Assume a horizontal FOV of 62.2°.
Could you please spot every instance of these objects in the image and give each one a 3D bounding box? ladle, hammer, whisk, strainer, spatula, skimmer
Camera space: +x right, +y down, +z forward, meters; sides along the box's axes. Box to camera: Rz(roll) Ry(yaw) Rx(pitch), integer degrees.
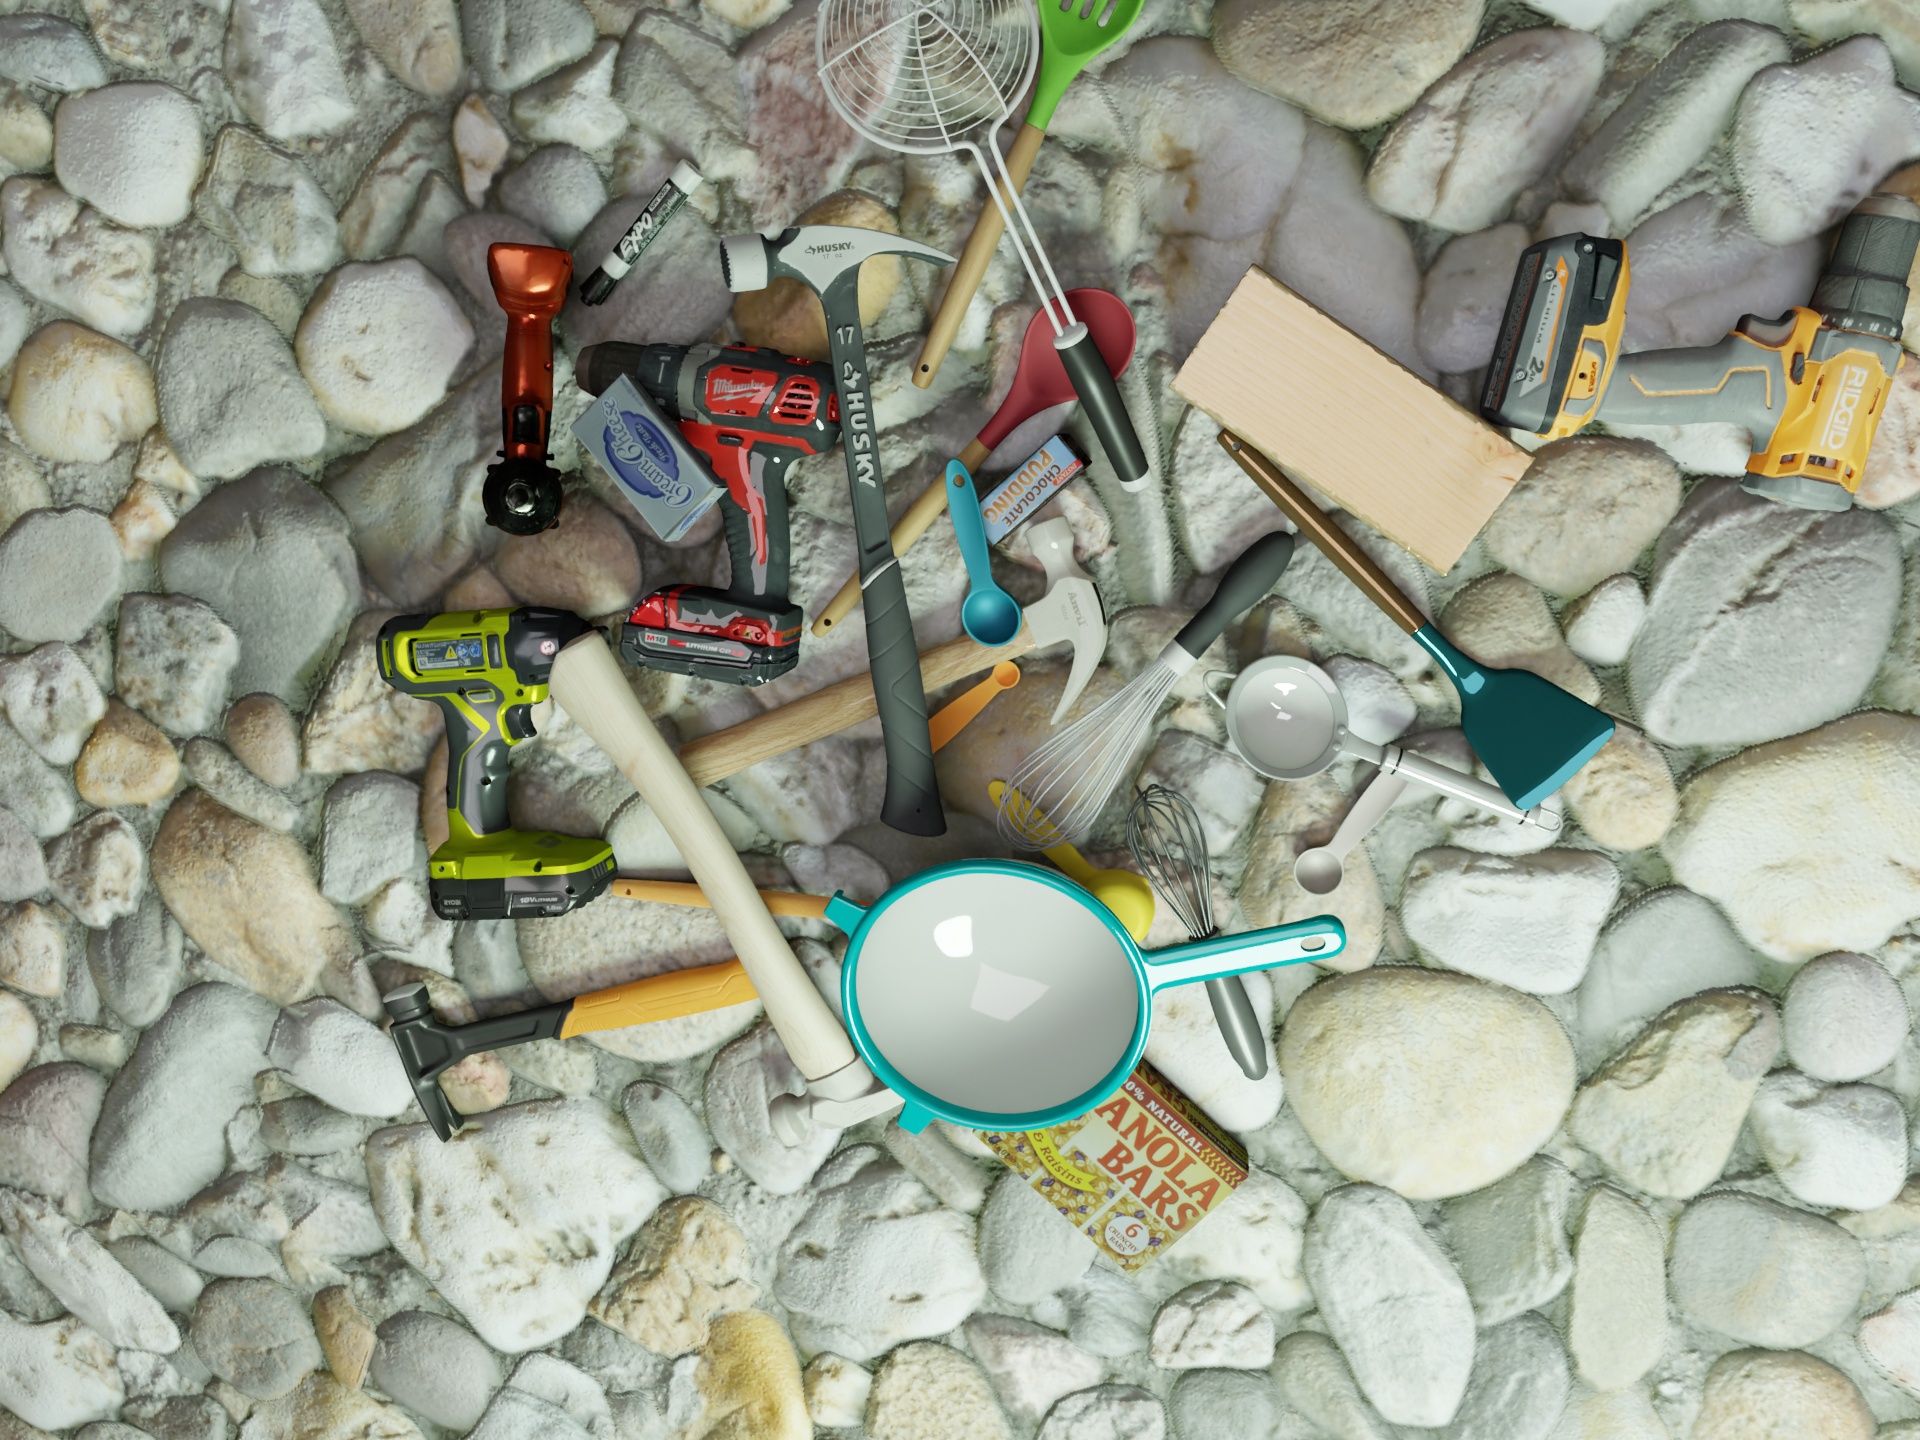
[{"bbox_3d":[0.000,-0.169,1.085,0.069,0.031,0.315,40,109,-12],"label":"ladle"},{"bbox_3d":[-0.052,-0.021,1.121,0.331,0.031,0.130,-22,88,17],"label":"hammer"},{"bbox_3d":[0.125,-0.019,1.080,0.070,0.070,0.284,41,101,-1],"label":"whisk"},{"bbox_3d":[0.279,0.025,1.066,0.258,0.050,0.087,22,75,4],"label":"strainer"},{"bbox_3d":[-0.280,0.233,1.230,0.337,0.034,0.127,-15,99,14],"label":"hammer"},{"bbox_3d":[-0.105,0.135,1.181,0.322,0.041,0.081,4,106,14],"label":"spatula"},{"bbox_3d":[0.170,0.151,1.122,0.055,0.055,0.239,-19,104,14],"label":"whisk"},{"bbox_3d":[-0.157,0.115,1.130,0.146,0.038,0.410,-25,106,10],"label":"hammer"},{"bbox_3d":[0.089,0.159,1.090,0.340,0.095,0.211,-13,110,12],"label":"strainer"},{"bbox_3d":[0.036,-0.298,0.981,0.127,0.090,0.362,-31,128,2],"label":"skimmer"},{"bbox_3d":[0.285,-0.080,1.043,0.317,0.044,0.082,44,103,0],"label":"spatula"},{"bbox_3d":[-0.052,-0.119,1.052,0.149,0.036,0.409,-11,102,-14],"label":"hammer"}]

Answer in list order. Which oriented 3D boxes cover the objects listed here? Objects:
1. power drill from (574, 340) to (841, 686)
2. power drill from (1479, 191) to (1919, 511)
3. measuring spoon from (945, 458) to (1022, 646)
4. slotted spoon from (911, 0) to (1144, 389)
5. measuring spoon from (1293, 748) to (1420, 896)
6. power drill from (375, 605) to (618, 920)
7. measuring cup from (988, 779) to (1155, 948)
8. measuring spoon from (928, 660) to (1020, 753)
[{"bbox_3d":[-0.183,-0.150,1.100,0.188,0.080,0.226,10,102,8],"label":"power drill"},{"bbox_3d":[0.451,-0.237,0.957,0.226,0.084,0.185,13,105,3],"label":"power drill"},{"bbox_3d":[0.014,-0.112,1.054,0.042,0.021,0.128,-7,107,25],"label":"measuring spoon"},{"bbox_3d":[0.035,-0.362,1.033,0.070,0.031,0.313,27,108,4],"label":"slotted spoon"},{"bbox_3d":[0.276,0.069,1.098,0.034,0.018,0.124,38,100,8],"label":"measuring spoon"},{"bbox_3d":[-0.328,0.028,1.170,0.171,0.080,0.223,-3,99,12],"label":"power drill"},{"bbox_3d":[0.075,0.102,1.132,0.156,0.029,0.062,45,107,-4],"label":"measuring cup"},{"bbox_3d":[-0.002,-0.004,1.135,0.117,0.011,0.021,-40,83,20],"label":"measuring spoon"}]
